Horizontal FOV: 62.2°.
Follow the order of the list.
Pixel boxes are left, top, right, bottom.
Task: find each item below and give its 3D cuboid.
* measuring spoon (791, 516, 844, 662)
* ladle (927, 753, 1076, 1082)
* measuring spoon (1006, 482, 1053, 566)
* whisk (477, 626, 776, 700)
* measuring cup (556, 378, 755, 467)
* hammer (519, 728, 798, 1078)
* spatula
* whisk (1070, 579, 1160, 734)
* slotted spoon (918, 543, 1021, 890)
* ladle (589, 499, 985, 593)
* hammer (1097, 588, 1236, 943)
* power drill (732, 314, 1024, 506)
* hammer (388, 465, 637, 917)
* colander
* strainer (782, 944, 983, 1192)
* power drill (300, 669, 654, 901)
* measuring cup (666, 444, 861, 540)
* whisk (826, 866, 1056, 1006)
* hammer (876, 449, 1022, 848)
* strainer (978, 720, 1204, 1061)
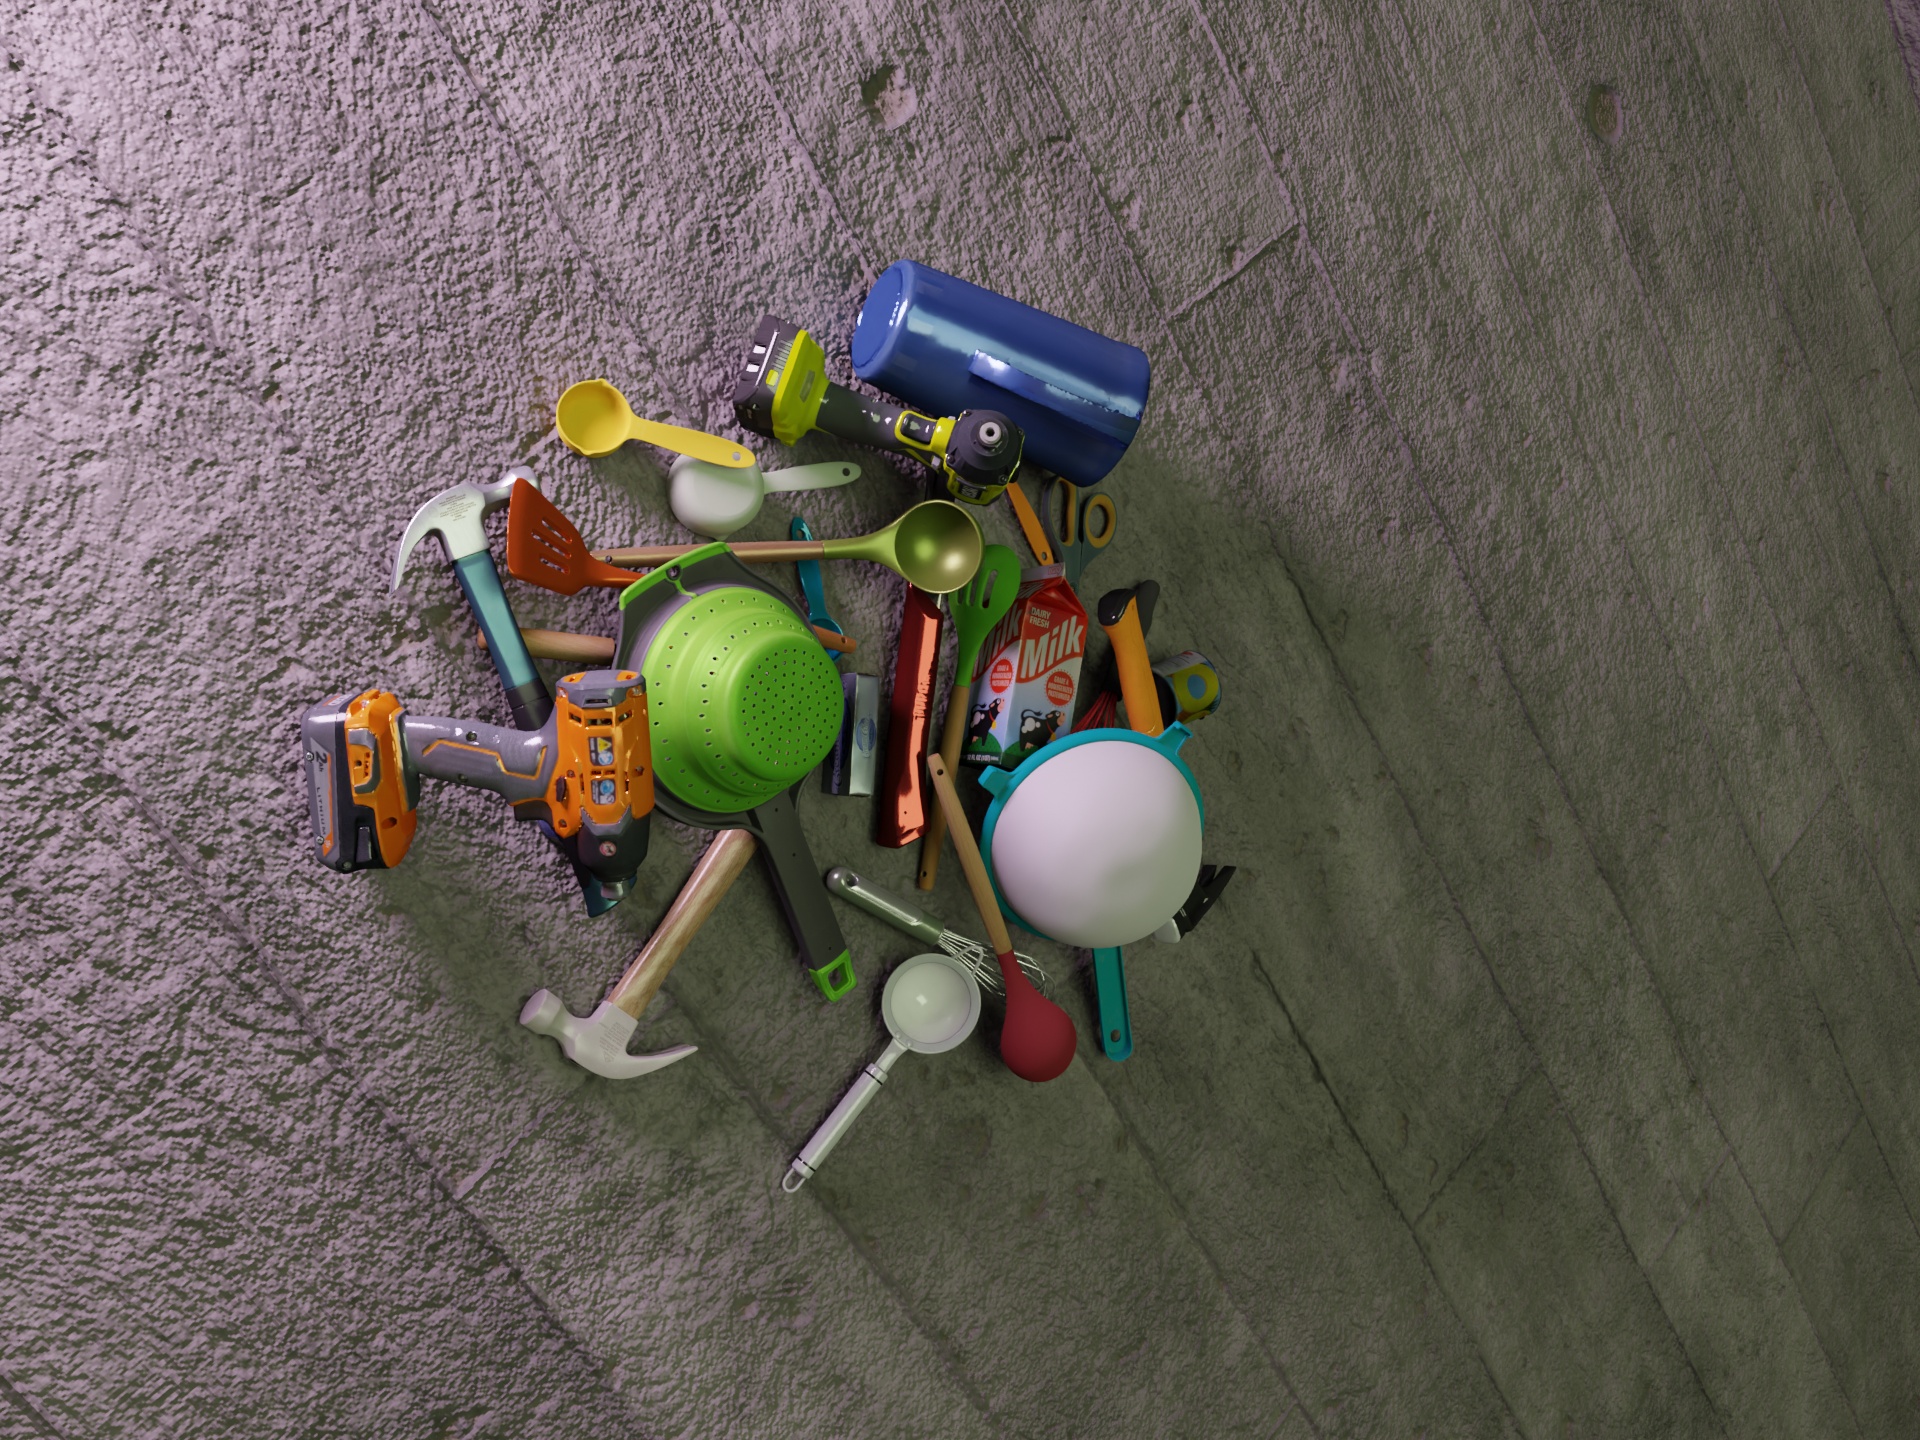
[{"bbox_3d":[-0.129,-0.108,1.345,0.042,0.021,0.128,-9,85,-38],"label":"measuring spoon"},{"bbox_3d":[0.030,0.175,1.375,0.069,0.031,0.315,-22,100,-9],"label":"ladle"},{"bbox_3d":[0.057,-0.189,1.468,0.021,0.011,0.116,-43,115,-35],"label":"measuring spoon"},{"bbox_3d":[-0.254,-0.047,1.247,0.244,0.047,0.051,6,74,-29],"label":"whisk"},{"bbox_3d":[-0.239,-0.221,1.245,0.156,0.029,0.062,13,80,-19],"label":"measuring cup"},{"bbox_3d":[-0.204,0.138,1.280,0.130,0.031,0.331,43,68,-25],"label":"hammer"},{"bbox_3d":[-0.209,-0.100,1.238,0.322,0.041,0.081,16,61,-37],"label":"spatula"},{"bbox_3d":[0.134,-0.007,1.486,0.073,0.073,0.296,35,65,-28],"label":"whisk"},{"bbox_3d":[-0.002,-0.004,1.404,0.031,0.070,0.314,12,88,-58],"label":"slotted spoon"},{"bbox_3d":[-0.134,-0.135,1.279,0.320,0.062,0.078,-4,101,-19],"label":"ladle"},{"bbox_3d":[0.186,0.034,1.481,0.127,0.034,0.336,-39,121,-46],"label":"hammer"},{"bbox_3d":[-0.060,-0.240,1.260,0.223,0.171,0.080,19,88,-2],"label":"power drill"},{"bbox_3d":[-0.316,-0.014,1.173,0.128,0.033,0.331,-24,96,-26],"label":"hammer"},{"bbox_3d":[-0.133,0.058,1.240,0.204,0.094,0.396,-35,117,-35],"label":"colander"},{"bbox_3d":[-0.068,0.294,1.358,0.087,0.050,0.258,41,76,-7],"label":"strainer"},{"bbox_3d":[-0.328,0.052,1.112,0.226,0.084,0.164,-3,102,-4],"label":"power drill"},{"bbox_3d":[-0.154,-0.196,1.297,0.167,0.038,0.083,-11,94,-22],"label":"measuring cup"},{"bbox_3d":[-0.015,0.190,1.394,0.246,0.059,0.058,32,47,-24],"label":"whisk"},{"bbox_3d":[-0.044,-0.070,1.368,0.149,0.037,0.359,8,91,-5],"label":"hammer"},{"bbox_3d":[0.137,0.178,1.408,0.211,0.095,0.340,-13,114,-11],"label":"strainer"}]
